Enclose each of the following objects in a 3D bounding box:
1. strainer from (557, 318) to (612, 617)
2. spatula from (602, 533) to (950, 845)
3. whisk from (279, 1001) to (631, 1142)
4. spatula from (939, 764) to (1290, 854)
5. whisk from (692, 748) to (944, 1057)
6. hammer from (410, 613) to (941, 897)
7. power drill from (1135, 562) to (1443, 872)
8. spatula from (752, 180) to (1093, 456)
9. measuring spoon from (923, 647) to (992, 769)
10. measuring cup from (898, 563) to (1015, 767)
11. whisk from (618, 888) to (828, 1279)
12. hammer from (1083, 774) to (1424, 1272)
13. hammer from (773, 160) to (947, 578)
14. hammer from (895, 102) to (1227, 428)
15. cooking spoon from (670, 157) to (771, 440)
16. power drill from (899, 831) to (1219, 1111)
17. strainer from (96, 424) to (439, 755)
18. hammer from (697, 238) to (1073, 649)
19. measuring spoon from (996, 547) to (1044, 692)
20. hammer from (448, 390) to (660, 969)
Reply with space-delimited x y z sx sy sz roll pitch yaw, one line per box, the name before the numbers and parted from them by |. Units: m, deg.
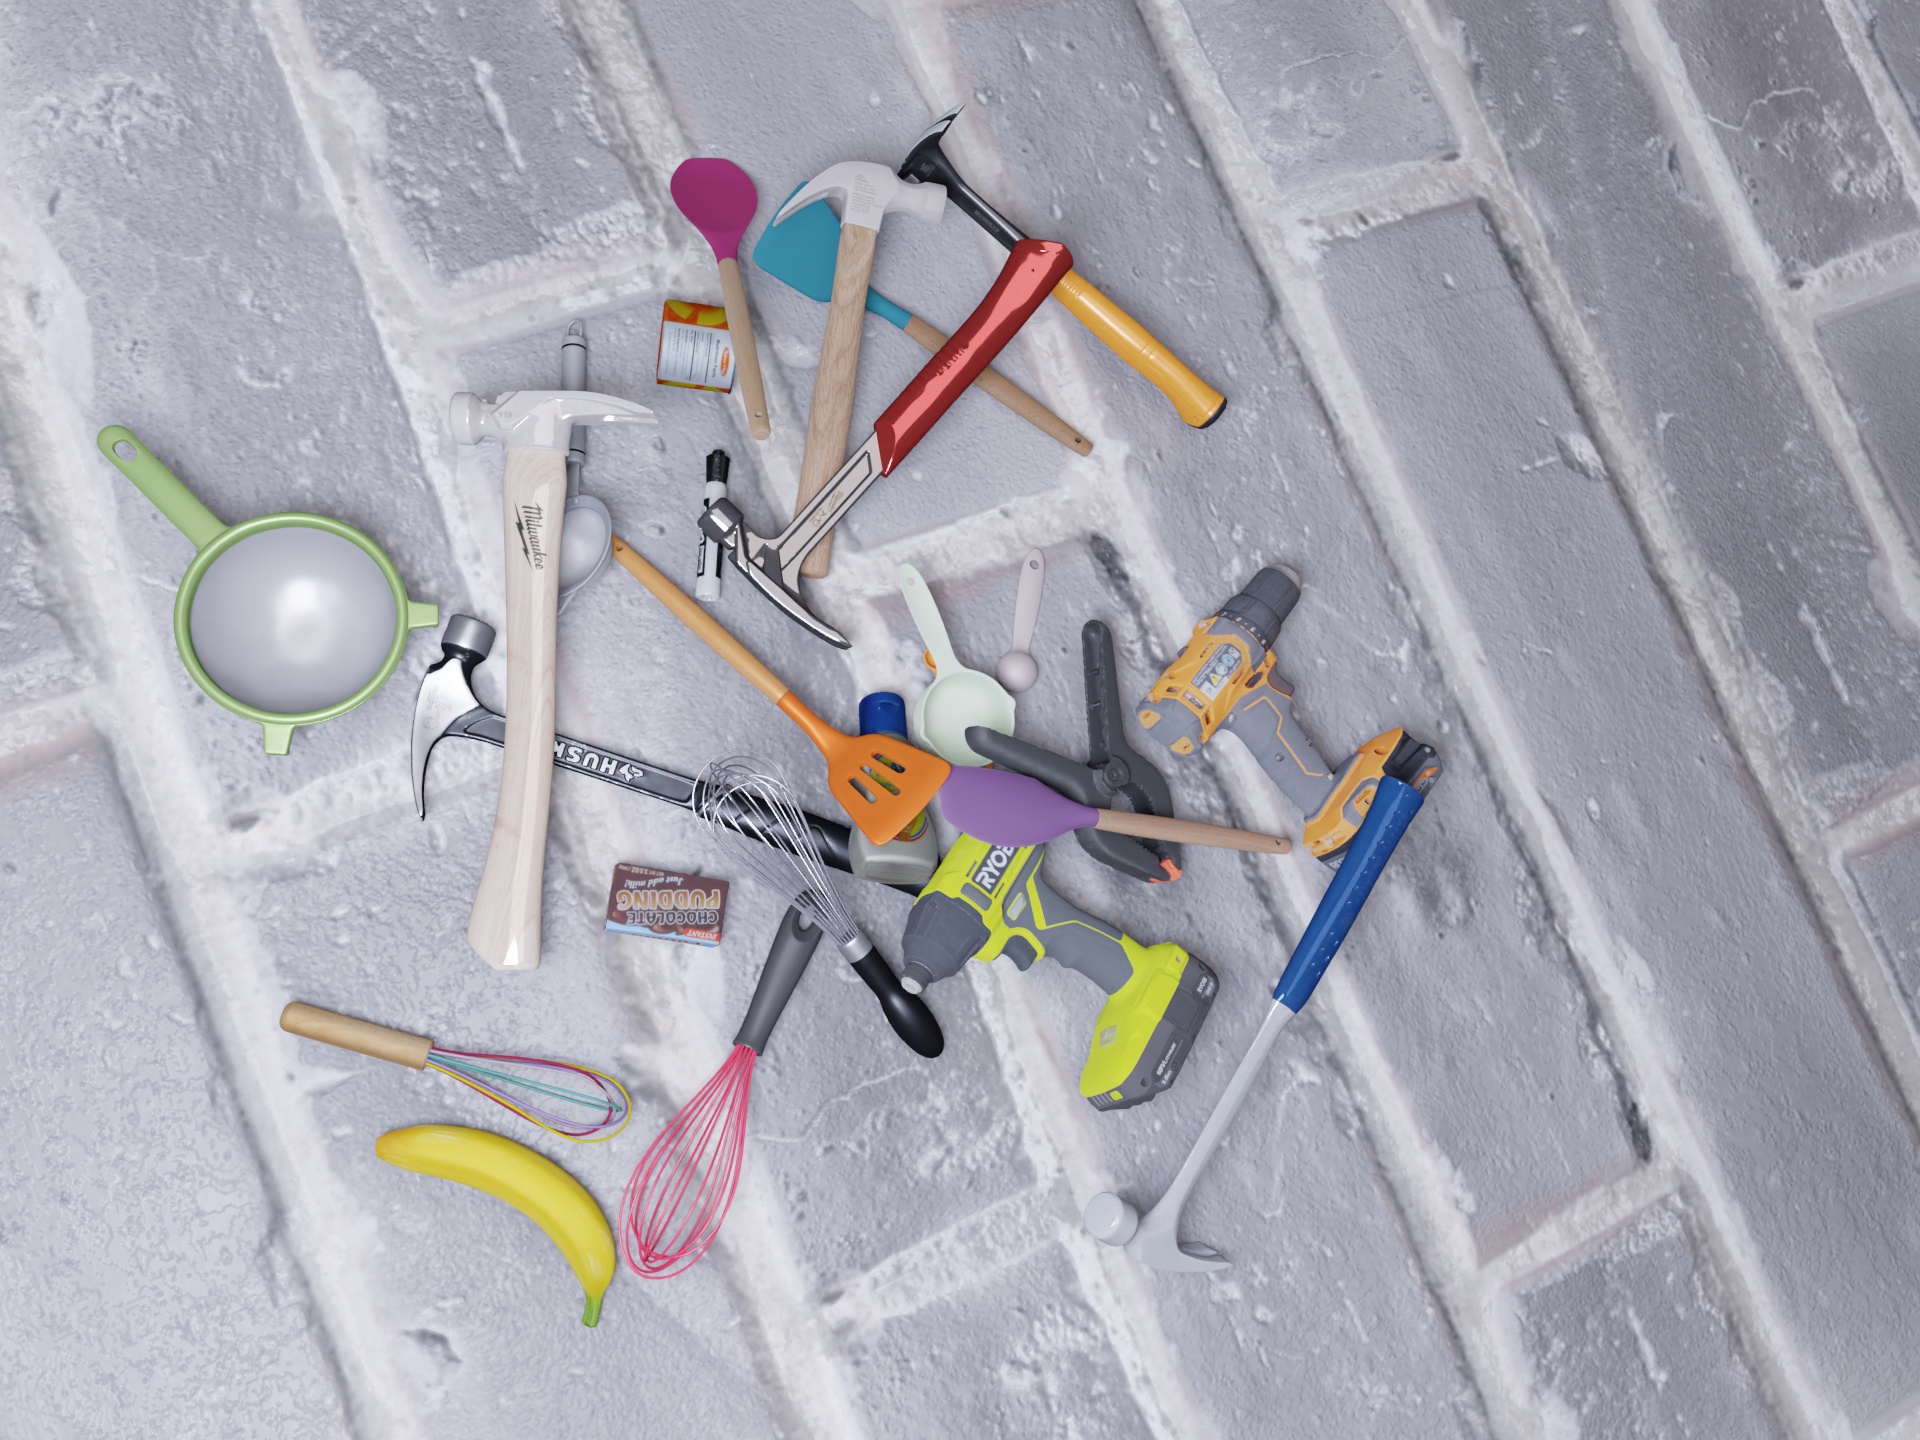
strainer | -0.291 -0.190 1.204 0.087 0.050 0.259 -12 71 26
spatula | -0.149 -0.035 1.179 0.323 0.041 0.081 41 77 9
whisk | -0.346 0.240 1.094 0.245 0.051 0.047 18 80 -7
spatula | 0.124 0.080 1.214 0.315 0.018 0.060 9 64 -27
whisk | -0.095 0.138 1.153 0.070 0.070 0.284 -42 107 -19
hammer | -0.203 0.058 1.175 0.408 0.036 0.149 20 75 -10
power drill | 0.279 -0.006 1.298 0.226 0.084 0.185 39 71 1
spatula | -0.021 -0.312 1.302 0.317 0.044 0.082 34 79 -7
measuring spoon | -0.002 -0.004 1.258 0.021 0.011 0.117 -22 88 -22
measuring cup | -0.017 -0.040 1.233 0.083 0.038 0.167 -21 86 -22
whisk | -0.161 0.252 1.134 0.073 0.073 0.296 27 66 -8
hammer | 0.239 0.226 1.192 0.143 0.035 0.405 38 79 -37
hammer | -0.099 -0.277 1.250 0.130 0.031 0.331 10 86 -14
hammer | 0.092 -0.362 1.314 0.336 0.127 0.034 39 71 -10
cooking spoon | -0.175 -0.332 1.219 0.068 0.017 0.319 -5 55 -14
power drill | 0.068 0.182 1.181 0.223 0.080 0.171 39 56 -6
strainer | -0.500 -0.103 1.113 0.256 0.069 0.151 45 73 -1
hammer | -0.031 -0.229 1.228 0.149 0.037 0.359 42 81 -8
measuring spoon | 0.054 -0.083 1.284 0.034 0.018 0.124 12 74 -12
hammer | -0.293 -0.032 1.120 0.146 0.038 0.411 1 82 -1
